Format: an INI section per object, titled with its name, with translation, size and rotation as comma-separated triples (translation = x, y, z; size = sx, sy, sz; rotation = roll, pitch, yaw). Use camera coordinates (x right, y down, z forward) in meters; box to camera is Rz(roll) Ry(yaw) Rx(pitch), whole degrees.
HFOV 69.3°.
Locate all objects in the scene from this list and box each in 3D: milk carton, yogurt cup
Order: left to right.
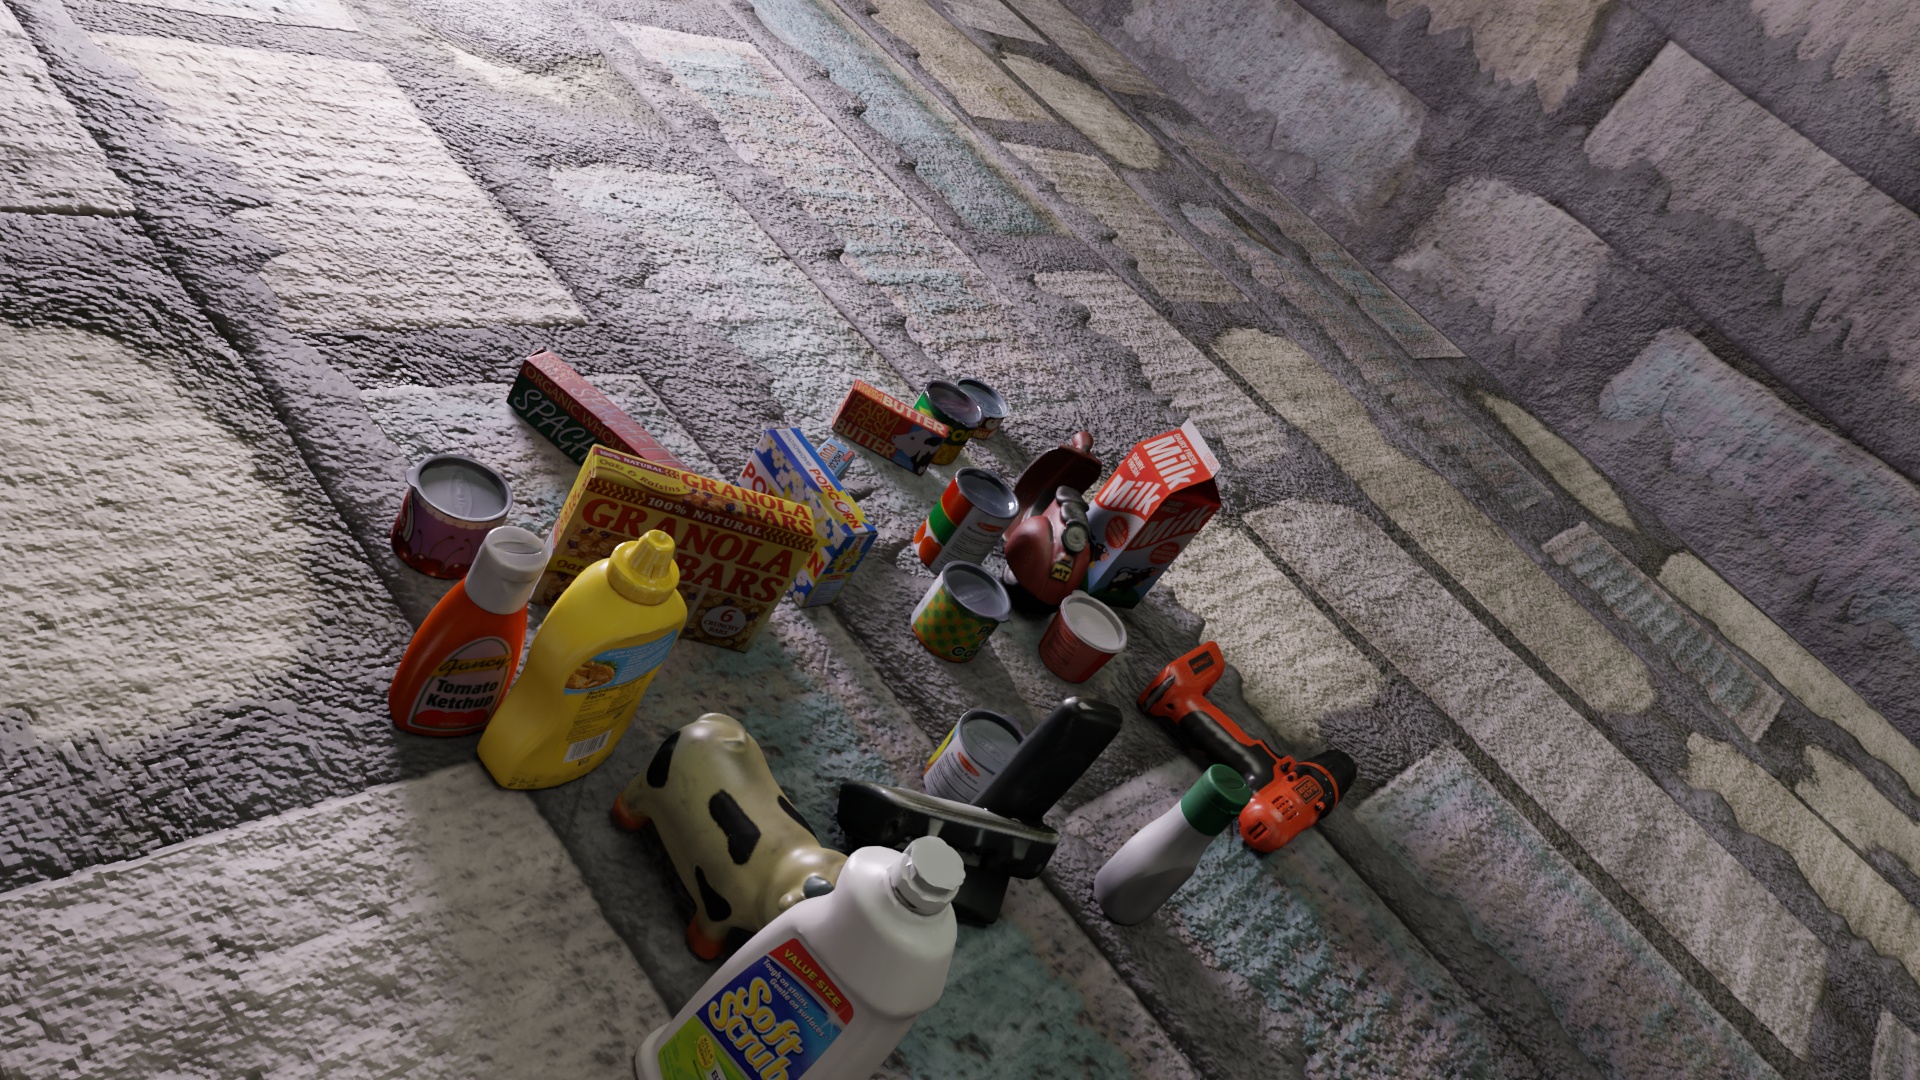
[yogurt cup]
translation = 0.106, 0.090, 1.238
size = 0.072, 0.053, 0.073
rotation = 25, 33, -17
[milk carton]
translation = 0.179, -0.025, 1.330
size = 0.073, 0.189, 0.072
rotation = 9, 40, -36

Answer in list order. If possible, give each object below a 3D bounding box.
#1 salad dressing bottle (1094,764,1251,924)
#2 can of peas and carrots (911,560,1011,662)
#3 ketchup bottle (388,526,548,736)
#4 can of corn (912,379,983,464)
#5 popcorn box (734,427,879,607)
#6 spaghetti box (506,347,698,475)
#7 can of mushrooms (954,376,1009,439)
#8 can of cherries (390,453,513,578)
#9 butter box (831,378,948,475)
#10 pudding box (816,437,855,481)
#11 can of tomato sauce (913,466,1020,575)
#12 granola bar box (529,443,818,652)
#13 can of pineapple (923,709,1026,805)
[salad dressing bottle]
translation = 0.155, 0.222, 1.015
size = 0.064, 0.147, 0.044
rotation = 9, 40, -36
[can of peas and carrots]
translation = 0.002, 0.062, 1.171
size = 0.071, 0.058, 0.071
rotation = 25, 33, -17
[ketchup bottle]
translation = -0.287, 0.055, 0.822
size = 0.065, 0.148, 0.044
rotation = 6, 42, -39
[can of corn]
translation = -0.018, -0.116, 1.393
size = 0.071, 0.058, 0.071
rotation = 25, 33, -17
[popcorn box]
translation = -0.131, -0.020, 1.131
size = 0.038, 0.084, 0.127
rotation = -7, 51, -48
[spaghetti box]
translation = -0.254, -0.056, 1.097
size = 0.250, 0.050, 0.029
rotation = 39, 31, 7
[can of mushrooms]
translation = 0.015, -0.140, 1.480
size = 0.071, 0.033, 0.071
rotation = 24, 33, -17
[can of cherries]
translation = -0.349, -0.017, 0.946
size = 0.071, 0.058, 0.072
rotation = 25, 33, -17
[butter box]
translation = -0.068, -0.109, 1.341
size = 0.103, 0.053, 0.024
rotation = 28, 32, -12
[pudding box]
translation = -0.126, -0.051, 1.211
size = 0.030, 0.049, 0.084
rotation = 35, 31, -1
[can of tomato sauce]
translation = 0.004, -0.016, 1.256
size = 0.071, 0.082, 0.071
rotation = 25, 33, -17
[granola bar box]
translation = -0.203, 0.009, 0.986
size = 0.165, 0.123, 0.039
rotation = 17, 36, -28
[can of pineapple]
translation = 0.015, 0.169, 1.040
size = 0.071, 0.057, 0.071
rotation = 25, 33, -17
